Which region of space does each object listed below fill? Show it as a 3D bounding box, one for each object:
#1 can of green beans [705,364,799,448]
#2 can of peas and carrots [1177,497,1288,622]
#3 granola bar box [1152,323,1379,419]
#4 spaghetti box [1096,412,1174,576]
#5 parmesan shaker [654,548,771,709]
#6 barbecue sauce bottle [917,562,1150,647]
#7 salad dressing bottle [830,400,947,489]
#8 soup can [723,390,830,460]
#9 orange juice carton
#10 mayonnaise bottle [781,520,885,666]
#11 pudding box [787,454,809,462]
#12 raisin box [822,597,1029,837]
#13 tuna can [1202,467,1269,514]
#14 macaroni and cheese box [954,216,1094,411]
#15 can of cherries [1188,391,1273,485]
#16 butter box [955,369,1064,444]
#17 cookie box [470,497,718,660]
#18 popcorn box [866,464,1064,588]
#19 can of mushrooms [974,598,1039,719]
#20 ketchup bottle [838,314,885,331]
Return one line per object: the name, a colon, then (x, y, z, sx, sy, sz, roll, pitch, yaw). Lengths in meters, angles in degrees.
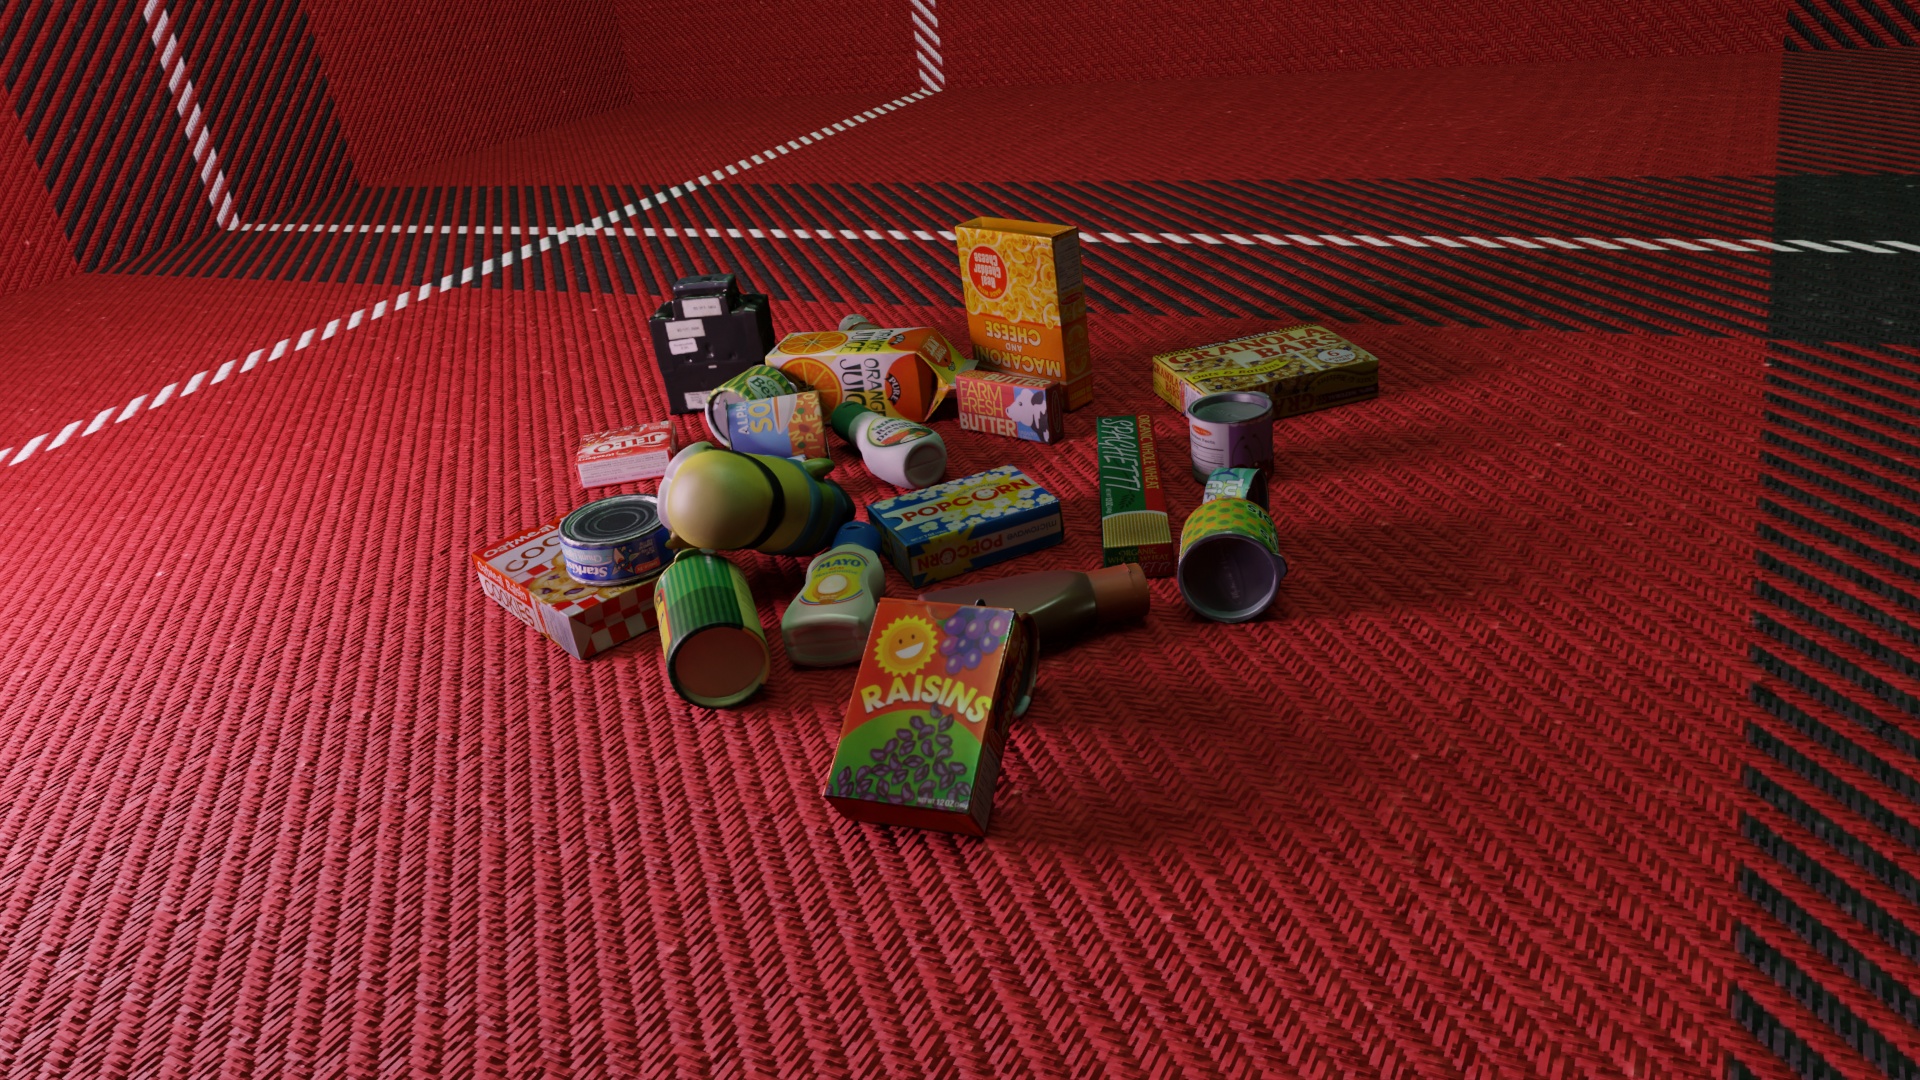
can of green beans: (-0.196, -0.124, 1.300, 0.071, 0.071, 0.058, 8, 30, 29)
can of peas and carrots: (0.181, 0.011, 0.923, 0.071, 0.070, 0.059, -2, 26, 12)
granola bar box: (0.274, -0.150, 1.258, 0.166, 0.039, 0.124, -13, 26, -11)
spaghetti box: (0.133, -0.041, 1.086, 0.050, 0.028, 0.251, -4, 26, 6)
parmesan shaker: (-0.167, 0.057, 0.919, 0.071, 0.071, 0.103, -13, 26, -11)
barbecue sauce bottle: (0.049, 0.046, 0.916, 0.149, 0.043, 0.065, -11, 26, -8)
salad dressing bottle: (-0.067, -0.087, 1.216, 0.064, 0.043, 0.148, -22, 29, -24)
soup can: (-0.162, -0.097, 1.232, 0.084, 0.071, 0.071, -10, 26, -5)
orange juice carton: (-0.082, -0.158, 1.331, 0.193, 0.072, 0.072, 0, 27, 14)
mayonnaise bottle: (-0.083, 0.034, 0.977, 0.065, 0.041, 0.149, -5, 26, 8)
pudding box: (-0.162, -0.043, 1.169, 0.084, 0.030, 0.050, -15, 28, -15)
raisin box: (-0.017, 0.096, 0.772, 0.086, 0.040, 0.124, 3, 59, 21)
tuna can: (0.194, -0.019, 0.979, 0.033, 0.070, 0.071, 3, 28, 25)
macaroni and cheese box: (0.060, -0.212, 1.297, 0.040, 0.165, 0.124, -29, 33, -36)
can of cherries: (0.219, -0.082, 1.112, 0.071, 0.058, 0.072, -7, 25, 3)
butter box: (0.043, -0.121, 1.245, 0.103, 0.053, 0.024, 13, 31, 36)
cookie box: (-0.276, 0.023, 1.052, 0.123, 0.040, 0.167, -27, 32, -33)
popcorn box: (0.004, -0.013, 1.054, 0.127, 0.038, 0.085, -17, 29, -19)
can of mushrooms: (0.023, 0.072, 0.839, 0.033, 0.070, 0.071, 5, 29, 21)
ketchup bottle: (-0.097, -0.202, 1.458, 0.065, 0.043, 0.149, -13, 26, -11)
